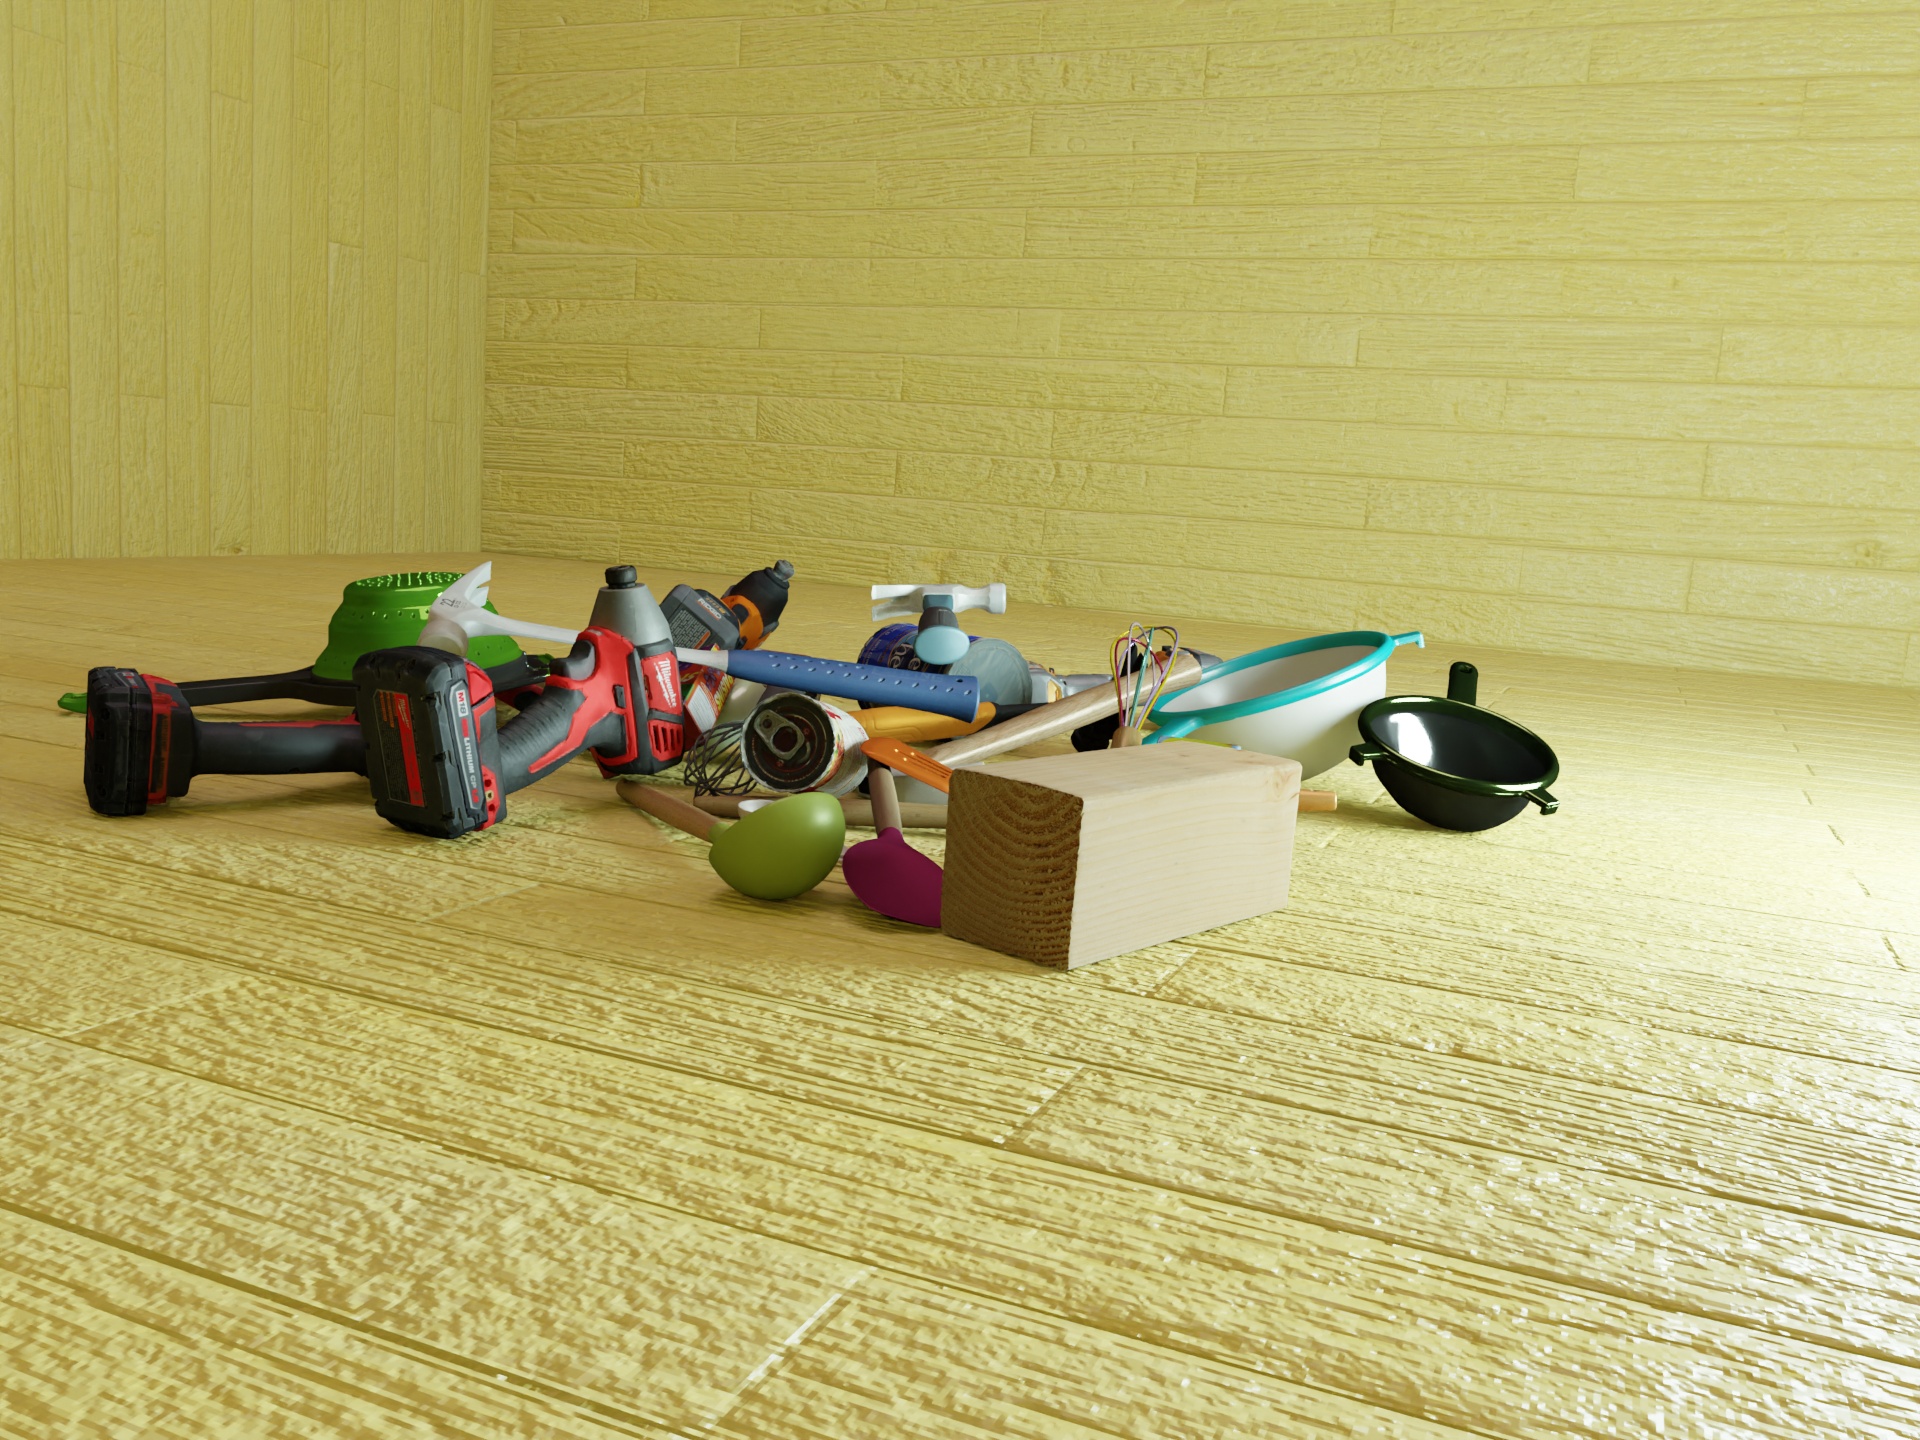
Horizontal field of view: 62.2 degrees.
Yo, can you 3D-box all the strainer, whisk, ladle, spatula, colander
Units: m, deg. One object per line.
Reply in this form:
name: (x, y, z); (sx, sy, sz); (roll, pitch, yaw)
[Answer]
strainer: (0.389, 0.023, 1.265); (0.151, 0.069, 0.256); (15, 25, 13)
whisk: (-0.153, 0.003, 1.192); (0.055, 0.055, 0.239); (5, 22, 9)
ladle: (-0.024, 0.065, 1.067); (0.315, 0.031, 0.069); (3, 5, 5)
spatula: (0.093, 0.040, 1.089); (0.322, 0.041, 0.081); (2, 6, 8)
colander: (-0.548, -0.069, 1.351); (0.397, 0.094, 0.205); (-6, 14, -18)
strainer: (0.220, 0.024, 1.289); (0.340, 0.095, 0.211); (-26, 12, -36)
ladle: (-0.160, 0.054, 0.979); (0.078, 0.062, 0.320); (-16, 14, -27)
whisk: (0.125, 0.000, 1.195); (0.047, 0.051, 0.245); (24, 40, -3)

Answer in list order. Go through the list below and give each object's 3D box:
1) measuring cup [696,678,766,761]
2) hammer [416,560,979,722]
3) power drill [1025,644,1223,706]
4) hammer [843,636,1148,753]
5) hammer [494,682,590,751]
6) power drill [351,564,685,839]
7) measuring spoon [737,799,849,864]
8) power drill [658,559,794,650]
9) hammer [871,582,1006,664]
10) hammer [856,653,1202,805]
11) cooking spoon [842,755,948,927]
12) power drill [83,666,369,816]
measuring cup: (-0.211, -0.005, 1.326); (0.083, 0.038, 0.168); (-40, 18, -24)
hammer: (-0.186, -0.049, 1.189); (0.405, 0.035, 0.144); (9, 25, -13)
power drill: (0.141, -0.034, 1.643); (0.226, 0.084, 0.185); (-2, 8, -7)
hammer: (-0.002, -0.004, 1.327); (0.336, 0.127, 0.034); (-6, 50, -27)
hammer: (-0.387, -0.015, 1.398); (0.143, 0.038, 0.386); (-3, 10, -31)
power drill: (-0.270, -0.016, 1.027); (0.078, 0.143, 0.219); (7, 18, 35)
measuring spoon: (-0.102, 0.076, 1.008); (0.034, 0.018, 0.124); (-3, 18, -39)
power drill: (-0.237, -0.085, 1.536); (0.084, 0.164, 0.226); (41, 12, 1)
hammer: (-0.018, -0.089, 1.390); (0.128, 0.033, 0.331); (0, 11, -1)
hammer: (0.064, 0.003, 1.254); (0.331, 0.031, 0.130); (-19, 22, -32)
cooking spoon: (-0.044, 0.065, 0.982); (0.068, 0.017, 0.319); (17, 13, -10)
power drill: (-0.459, 0.011, 1.069); (0.226, 0.080, 0.188); (2, 8, -32)
